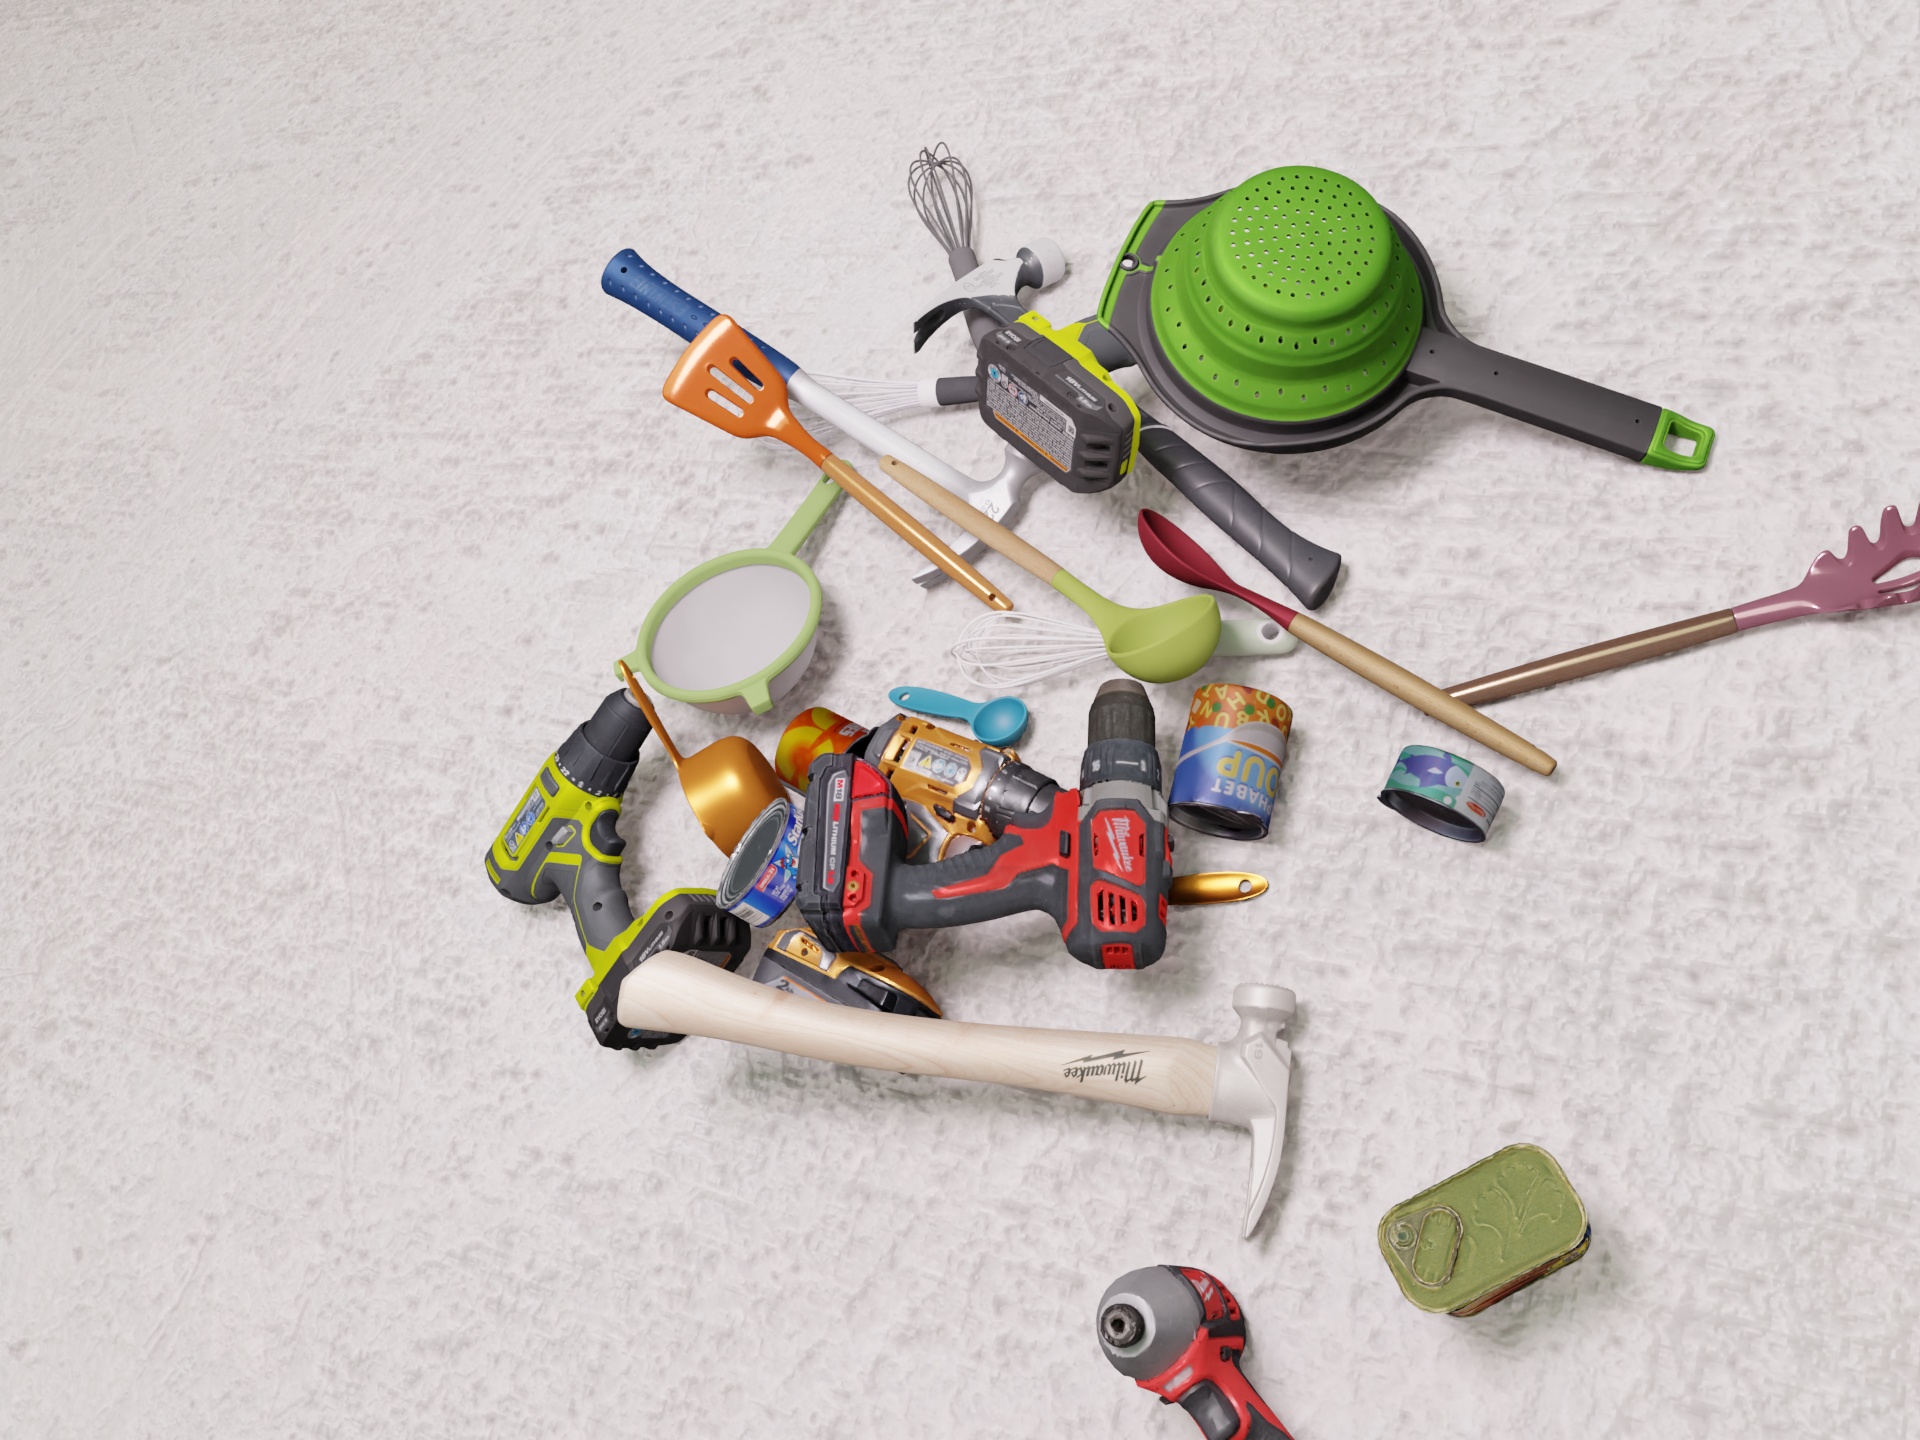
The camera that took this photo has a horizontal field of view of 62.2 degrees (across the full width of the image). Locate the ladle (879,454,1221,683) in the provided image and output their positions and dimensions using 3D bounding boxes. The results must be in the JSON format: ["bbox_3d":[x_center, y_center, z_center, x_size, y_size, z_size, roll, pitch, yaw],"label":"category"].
[{"bbox_3d":[0.049,-0.120,1.096,0.078,0.062,0.320,-35,54,-24],"label":"ladle"}]

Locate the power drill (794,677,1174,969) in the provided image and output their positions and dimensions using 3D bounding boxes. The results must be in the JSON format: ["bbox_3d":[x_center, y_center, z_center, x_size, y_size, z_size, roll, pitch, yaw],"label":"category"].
[{"bbox_3d":[0.020,0.062,1.000,0.227,0.080,0.188,-1,62,10],"label":"power drill"}]

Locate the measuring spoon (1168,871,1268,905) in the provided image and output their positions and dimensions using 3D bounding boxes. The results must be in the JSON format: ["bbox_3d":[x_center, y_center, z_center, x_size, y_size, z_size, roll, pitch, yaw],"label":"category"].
[{"bbox_3d":[0.141,0.112,1.030,0.117,0.011,0.021,-7,64,20],"label":"measuring spoon"}]

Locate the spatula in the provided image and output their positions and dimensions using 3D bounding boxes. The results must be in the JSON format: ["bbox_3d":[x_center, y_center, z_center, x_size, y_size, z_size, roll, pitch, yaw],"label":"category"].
[{"bbox_3d":[-0.085,-0.180,1.183,0.323,0.041,0.081,40,95,16],"label":"spatula"}]

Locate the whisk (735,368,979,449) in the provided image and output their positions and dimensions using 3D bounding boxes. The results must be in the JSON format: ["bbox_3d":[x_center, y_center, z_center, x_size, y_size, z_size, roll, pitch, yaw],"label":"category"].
[{"bbox_3d":[-0.053,-0.260,1.269,0.284,0.070,0.070,-1,67,21],"label":"whisk"}]

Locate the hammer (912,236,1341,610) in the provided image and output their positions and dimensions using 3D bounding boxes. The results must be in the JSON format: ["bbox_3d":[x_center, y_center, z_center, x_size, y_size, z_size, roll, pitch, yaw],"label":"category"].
[{"bbox_3d":[0.123,-0.215,1.151,0.149,0.036,0.409,-30,58,-20],"label":"hammer"}]

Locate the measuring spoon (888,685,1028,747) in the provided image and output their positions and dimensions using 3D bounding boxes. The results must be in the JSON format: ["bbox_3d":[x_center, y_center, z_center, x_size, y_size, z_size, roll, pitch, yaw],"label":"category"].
[{"bbox_3d":[-0.002,-0.004,1.151,0.129,0.021,0.042,14,57,40],"label":"measuring spoon"}]

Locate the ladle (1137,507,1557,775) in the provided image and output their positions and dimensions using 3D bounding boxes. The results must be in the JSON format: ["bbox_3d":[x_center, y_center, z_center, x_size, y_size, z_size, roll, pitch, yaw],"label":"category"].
[{"bbox_3d":[0.236,-0.051,1.013,0.316,0.069,0.031,35,110,26],"label":"ladle"}]

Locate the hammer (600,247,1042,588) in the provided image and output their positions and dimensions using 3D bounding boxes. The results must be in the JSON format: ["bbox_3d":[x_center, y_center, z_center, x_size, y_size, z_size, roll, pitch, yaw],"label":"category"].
[{"bbox_3d":[-0.127,-0.254,1.246,0.406,0.035,0.144,35,93,18],"label":"hammer"}]

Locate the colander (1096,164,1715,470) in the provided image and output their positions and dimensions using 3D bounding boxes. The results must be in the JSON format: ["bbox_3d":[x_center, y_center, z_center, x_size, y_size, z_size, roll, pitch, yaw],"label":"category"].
[{"bbox_3d":[0.285,-0.251,0.996,0.397,0.094,0.204,22,74,10],"label":"colander"}]

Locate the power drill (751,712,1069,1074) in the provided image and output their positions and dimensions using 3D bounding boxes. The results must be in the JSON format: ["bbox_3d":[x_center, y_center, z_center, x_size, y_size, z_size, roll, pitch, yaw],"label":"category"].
[{"bbox_3d":[-0.016,0.118,1.065,0.185,0.084,0.226,20,73,30],"label":"power drill"}]

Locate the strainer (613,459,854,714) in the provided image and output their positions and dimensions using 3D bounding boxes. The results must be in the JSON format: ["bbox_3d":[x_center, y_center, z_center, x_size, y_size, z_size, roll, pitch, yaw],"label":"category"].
[{"bbox_3d":[-0.143,-0.096,1.242,0.151,0.069,0.256,12,56,30],"label":"strainer"}]

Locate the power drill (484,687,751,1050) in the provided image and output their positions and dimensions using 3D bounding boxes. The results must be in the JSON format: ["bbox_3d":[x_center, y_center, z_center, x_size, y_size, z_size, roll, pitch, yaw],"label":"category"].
[{"bbox_3d":[-0.248,0.106,1.161,0.190,0.080,0.229,-53,54,19],"label":"power drill"}]

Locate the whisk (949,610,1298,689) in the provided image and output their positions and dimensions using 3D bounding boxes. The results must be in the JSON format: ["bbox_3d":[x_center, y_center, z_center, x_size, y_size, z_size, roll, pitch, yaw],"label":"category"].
[{"bbox_3d":[0.109,-0.052,1.099,0.246,0.059,0.058,-2,72,20],"label":"whisk"}]

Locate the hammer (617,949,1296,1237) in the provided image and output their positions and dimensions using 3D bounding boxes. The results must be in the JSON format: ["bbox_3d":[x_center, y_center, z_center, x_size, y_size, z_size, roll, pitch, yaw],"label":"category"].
[{"bbox_3d":[-0.010,0.208,0.965,0.410,0.038,0.146,7,73,8],"label":"hammer"}]

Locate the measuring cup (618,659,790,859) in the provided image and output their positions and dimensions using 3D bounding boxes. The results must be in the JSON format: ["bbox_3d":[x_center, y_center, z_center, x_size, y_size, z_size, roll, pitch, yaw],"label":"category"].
[{"bbox_3d":[-0.180,0.019,1.146,0.052,0.173,0.095,-29,14,5],"label":"measuring cup"}]

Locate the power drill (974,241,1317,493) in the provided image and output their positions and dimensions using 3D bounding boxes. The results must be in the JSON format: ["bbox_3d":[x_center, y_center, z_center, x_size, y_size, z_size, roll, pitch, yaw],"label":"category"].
[{"bbox_3d":[0.137,-0.256,1.115,0.223,0.080,0.171,-33,60,-24],"label":"power drill"}]

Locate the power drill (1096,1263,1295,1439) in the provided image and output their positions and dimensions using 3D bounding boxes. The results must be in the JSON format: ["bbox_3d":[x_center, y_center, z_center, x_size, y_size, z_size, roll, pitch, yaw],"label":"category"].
[{"bbox_3d":[0.151,0.382,0.821,0.078,0.143,0.220,-41,58,7],"label":"power drill"}]

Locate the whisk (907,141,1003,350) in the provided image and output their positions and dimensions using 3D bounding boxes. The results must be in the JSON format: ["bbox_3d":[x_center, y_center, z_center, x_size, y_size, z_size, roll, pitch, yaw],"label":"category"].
[{"bbox_3d":[0.003,-0.380,1.302,0.055,0.055,0.239,-23,64,15],"label":"whisk"}]

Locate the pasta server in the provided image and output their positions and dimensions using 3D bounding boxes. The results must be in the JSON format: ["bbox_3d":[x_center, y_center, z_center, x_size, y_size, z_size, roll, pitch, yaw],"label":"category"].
[{"bbox_3d":[0.430,-0.056,0.946,0.316,0.040,0.060,-17,49,20],"label":"pasta server"}]
